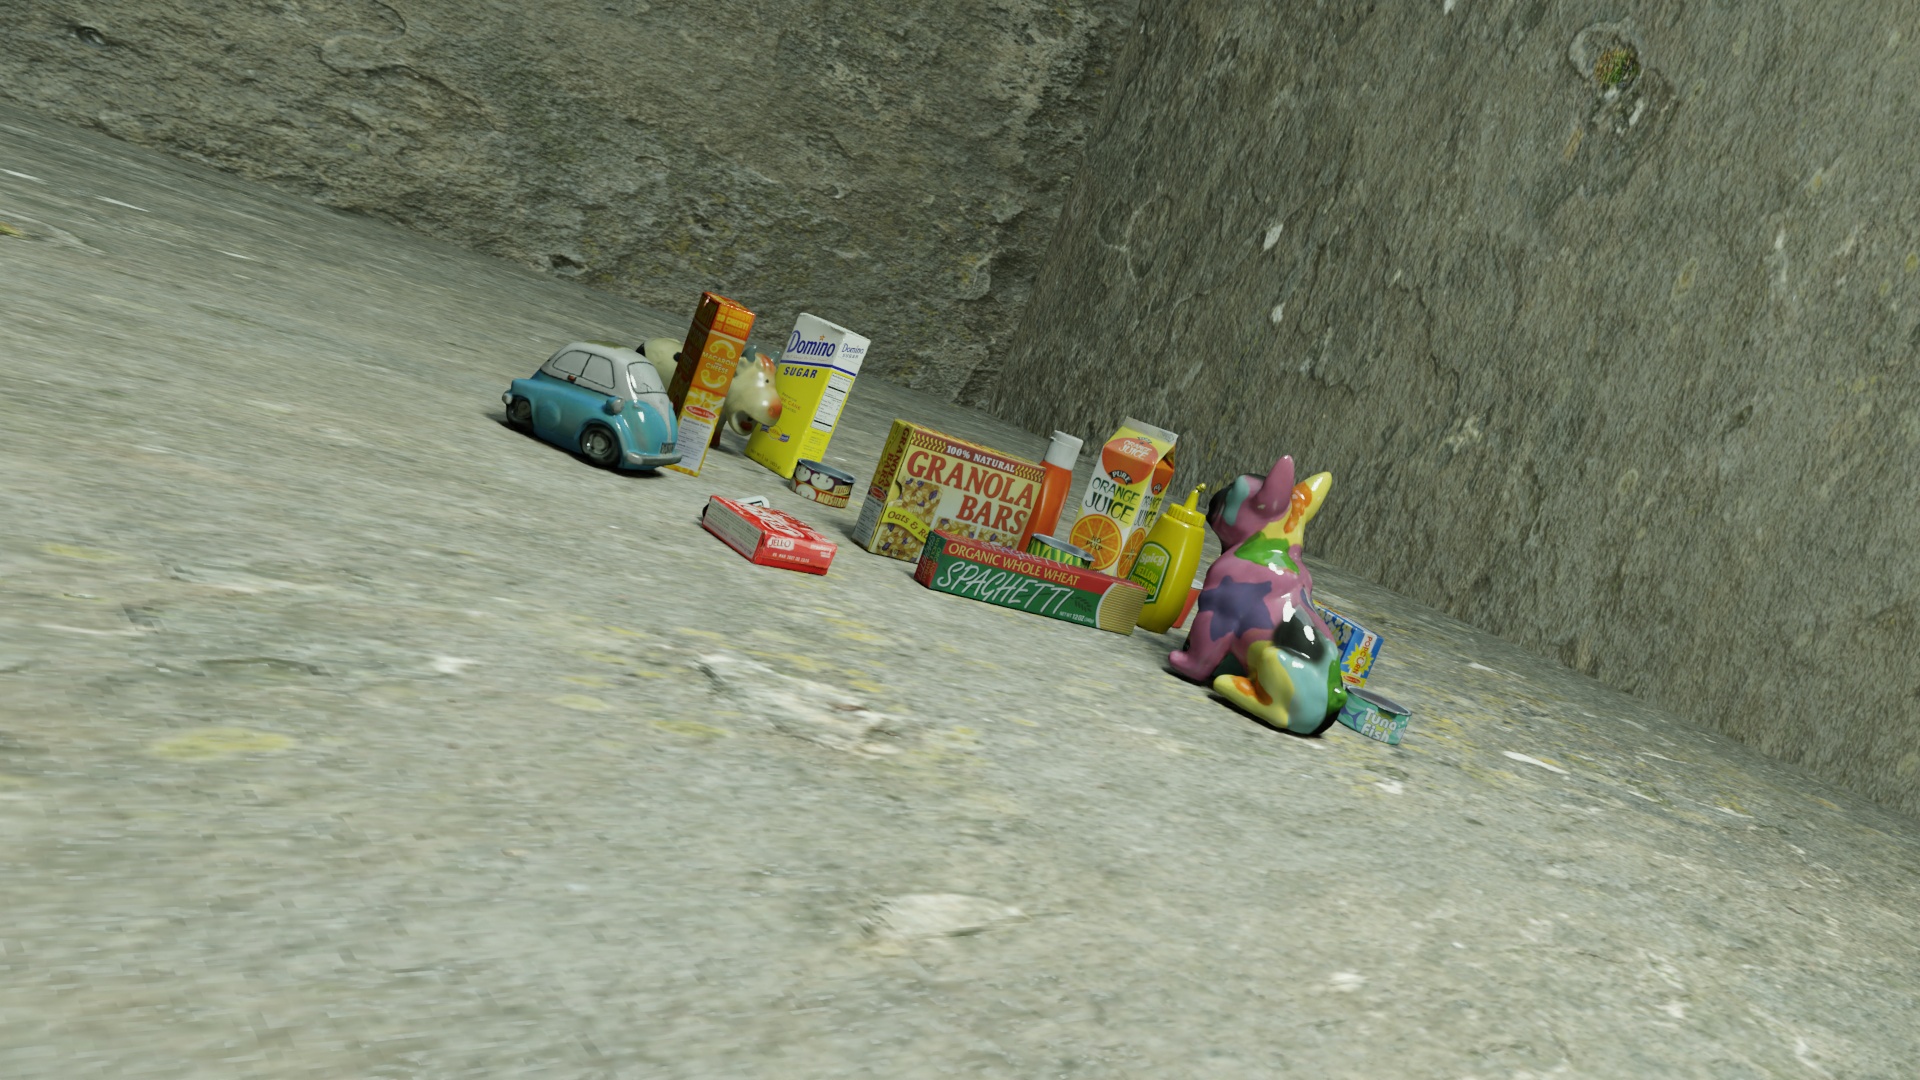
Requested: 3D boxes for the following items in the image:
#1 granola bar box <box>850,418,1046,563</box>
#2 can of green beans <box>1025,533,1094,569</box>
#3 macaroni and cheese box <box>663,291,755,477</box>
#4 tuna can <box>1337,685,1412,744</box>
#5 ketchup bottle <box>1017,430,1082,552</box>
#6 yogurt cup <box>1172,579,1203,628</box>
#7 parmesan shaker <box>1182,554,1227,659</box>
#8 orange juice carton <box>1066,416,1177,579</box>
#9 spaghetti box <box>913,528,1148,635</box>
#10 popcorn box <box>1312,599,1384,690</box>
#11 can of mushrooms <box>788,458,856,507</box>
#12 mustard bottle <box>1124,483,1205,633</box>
[{"bbox_3d":[-0.009,-0.035,1.328,0.165,0.124,0.039,15,10,-37],"label":"granola bar box"},{"bbox_3d":[0.091,0.031,1.374,0.071,0.057,0.071,20,8,-3],"label":"can of green beans"},{"bbox_3d":[-0.257,-0.157,1.370,0.040,0.166,0.124,18,8,-22],"label":"macaroni and cheese box"},{"bbox_3d":[0.392,0.166,1.320,0.071,0.032,0.071,20,8,-3],"label":"tuna can"},{"bbox_3d":[0.100,-0.054,1.627,0.043,0.148,0.065,17,9,-25],"label":"ketchup bottle"},{"bbox_3d":[0.226,0.061,1.519,0.072,0.054,0.072,20,8,-3],"label":"yogurt cup"},{"bbox_3d":[0.269,0.074,1.372,0.071,0.103,0.071,20,8,-3],"label":"parmesan shaker"},{"bbox_3d":[0.196,-0.049,1.678,0.072,0.192,0.073,24,9,26],"label":"orange juice carton"},{"bbox_3d":[0.070,0.041,1.288,0.250,0.050,0.029,15,10,-35],"label":"spaghetti box"},{"bbox_3d":[0.371,0.115,1.418,0.038,0.085,0.127,18,8,-16],"label":"popcorn box"},{"bbox_3d":[-0.145,-0.060,1.474,0.071,0.033,0.071,20,8,-3],"label":"can of mushrooms"},{"bbox_3d":[0.216,0.014,1.434,0.049,0.160,0.065,13,11,-44],"label":"mustard bottle"}]
